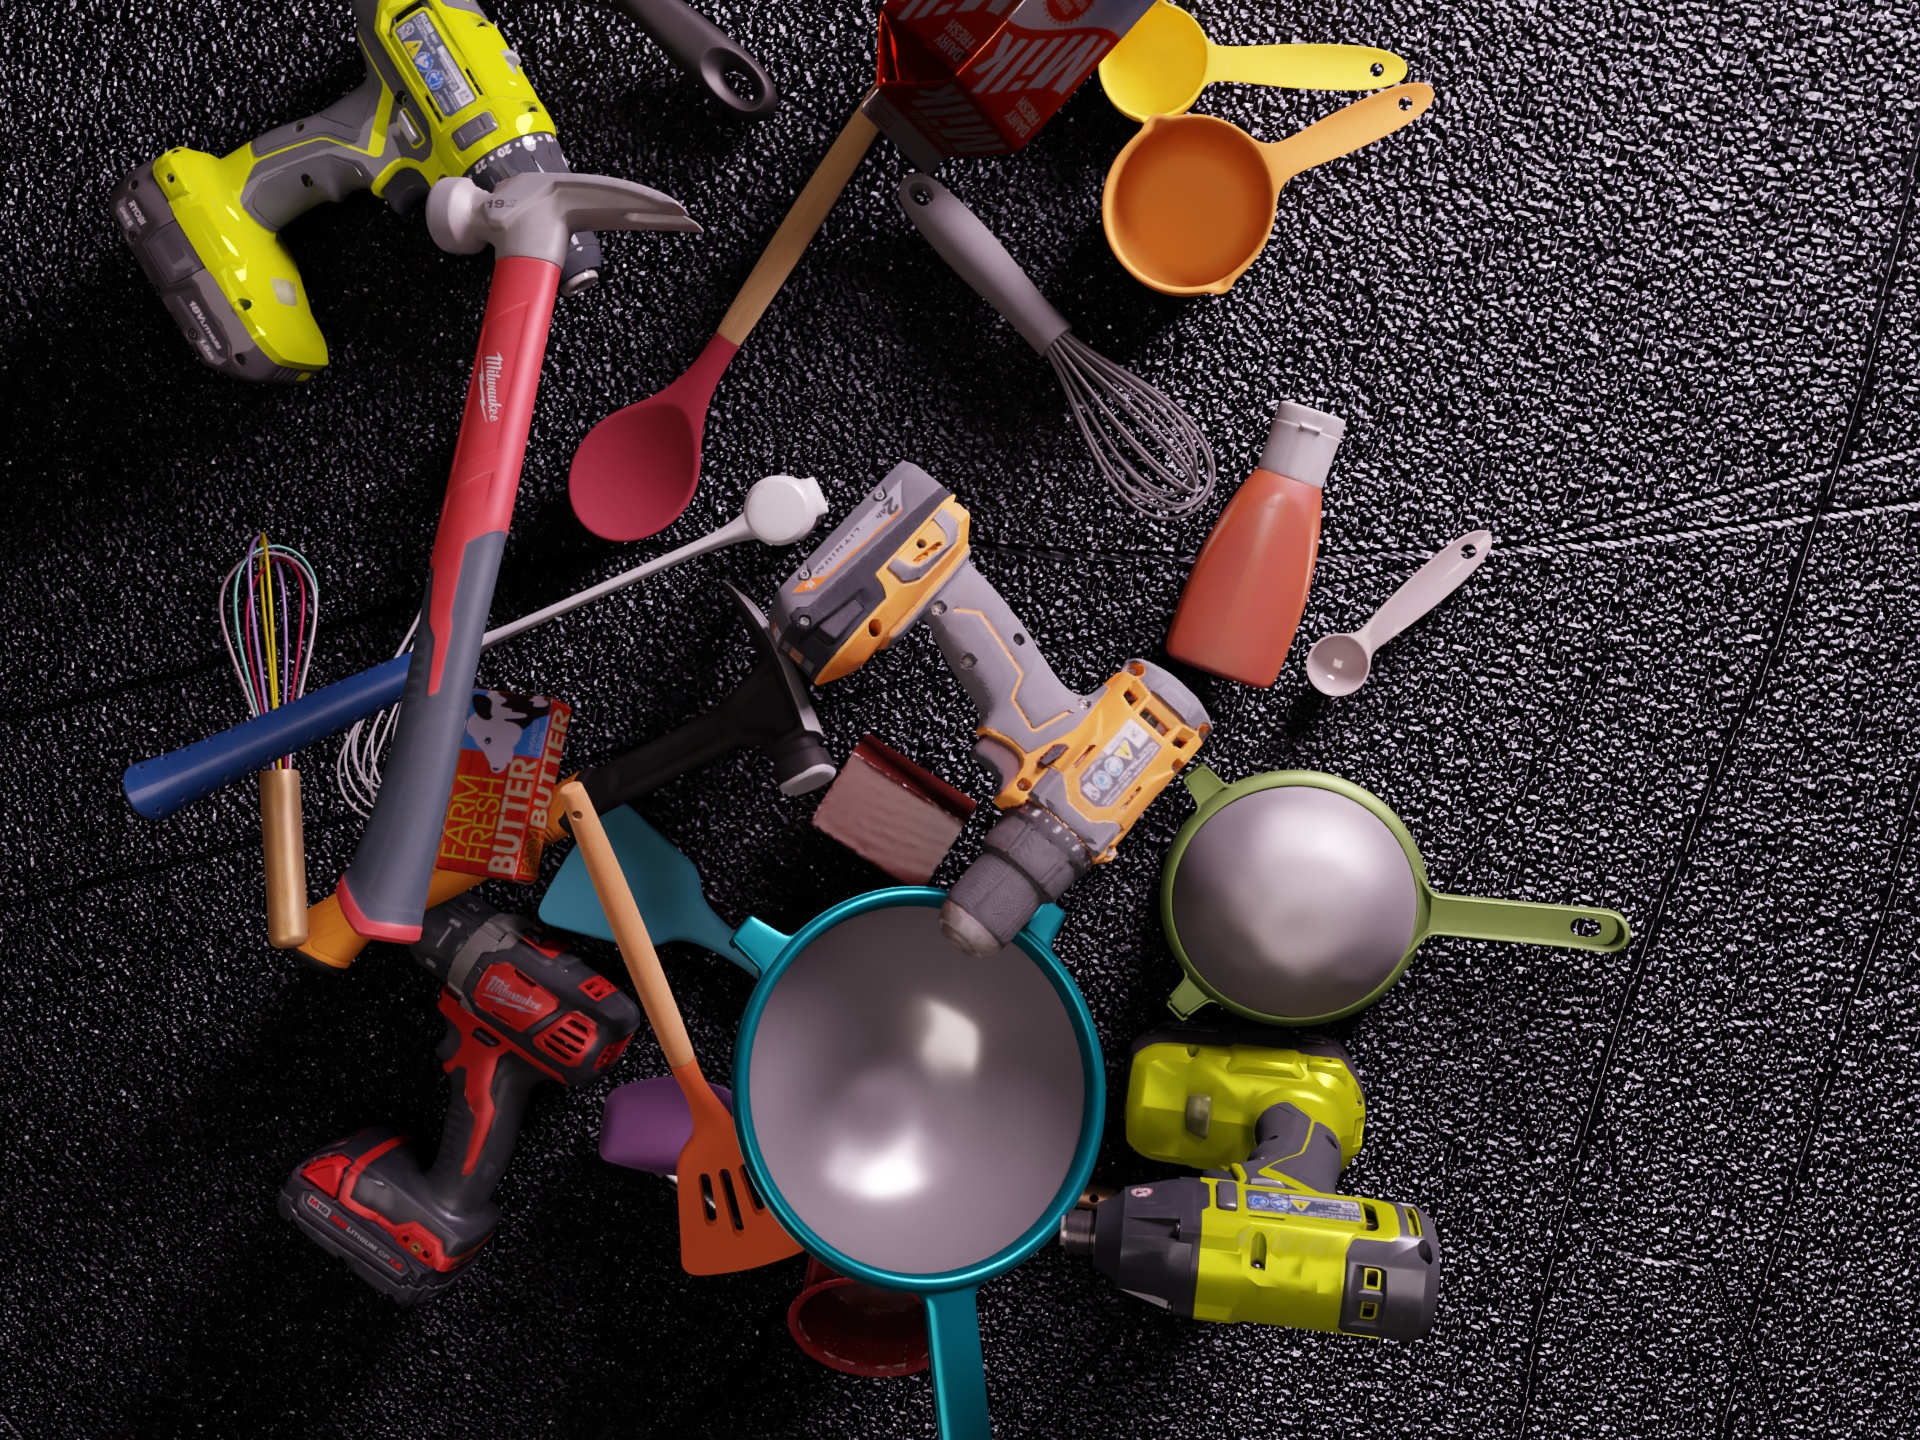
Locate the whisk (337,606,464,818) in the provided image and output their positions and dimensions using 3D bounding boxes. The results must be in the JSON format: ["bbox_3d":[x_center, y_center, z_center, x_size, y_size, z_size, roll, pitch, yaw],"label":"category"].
[{"bbox_3d":[-0.295,-0.071,0.919,0.070,0.070,0.284,19,97,4],"label":"whisk"}]

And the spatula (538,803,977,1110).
[{"bbox_3d":[-0.093,0.164,0.939,0.317,0.044,0.082,33,85,-1],"label":"spatula"}]

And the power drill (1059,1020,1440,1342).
[{"bbox_3d":[0.143,0.234,0.826,0.171,0.223,0.080,5,101,7],"label":"power drill"}]

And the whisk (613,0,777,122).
[{"bbox_3d":[-0.214,-0.424,0.845,0.295,0.073,0.073,40,103,-7],"label":"whisk"}]

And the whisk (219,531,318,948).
[{"bbox_3d":[-0.395,0.009,0.923,0.047,0.051,0.245,-15,78,33],"label":"whisk"}]

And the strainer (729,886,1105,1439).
[{"bbox_3d":[-0.025,0.265,0.864,0.211,0.095,0.340,-1,75,-23],"label":"strainer"}]

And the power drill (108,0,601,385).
[{"bbox_3d":[-0.325,-0.281,0.875,0.228,0.080,0.190,-29,95,9],"label":"power drill"}]

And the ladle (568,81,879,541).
[{"bbox_3d":[-0.116,-0.234,0.879,0.069,0.031,0.315,35,101,-2],"label":"ladle"}]

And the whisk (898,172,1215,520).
[{"bbox_3d":[0.048,-0.203,0.855,0.055,0.055,0.239,-42,88,13],"label":"whisk"}]

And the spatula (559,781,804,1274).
[{"bbox_3d":[-0.167,0.180,0.905,0.081,0.041,0.322,-14,115,5],"label":"spatula"}]

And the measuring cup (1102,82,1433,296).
[{"bbox_3d":[0.157,-0.281,0.821,0.173,0.052,0.095,-23,96,9],"label":"measuring cup"}]

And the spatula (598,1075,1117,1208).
[{"bbox_3d":[-0.062,0.263,0.960,0.316,0.018,0.060,8,85,4],"label":"spatula"}]

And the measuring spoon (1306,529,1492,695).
[{"bbox_3d":[0.240,-0.060,0.870,0.124,0.018,0.034,-41,92,6],"label":"measuring spoon"}]

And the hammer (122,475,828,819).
[{"bbox_3d":[-0.257,-0.040,0.855,0.405,0.144,0.035,-23,98,5],"label":"hammer"}]

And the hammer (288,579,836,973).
[{"bbox_3d":[-0.240,0.049,0.907,0.337,0.034,0.127,-27,72,8],"label":"hammer"}]

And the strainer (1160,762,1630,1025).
[{"bbox_3d":[0.237,0.111,0.870,0.256,0.069,0.151,5,101,9],"label":"strainer"}]

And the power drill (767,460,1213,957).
[{"bbox_3d":[-0.001,-0.003,0.852,0.226,0.084,0.185,42,77,-2],"label":"power drill"}]

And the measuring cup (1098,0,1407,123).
[{"bbox_3d":[0.150,-0.337,0.825,0.156,0.029,0.062,4,101,5],"label":"measuring cup"}]

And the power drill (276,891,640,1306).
[{"bbox_3d":[-0.321,0.212,0.963,0.188,0.080,0.226,33,99,8],"label":"power drill"}]

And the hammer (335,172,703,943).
[{"bbox_3d":[-0.228,-0.082,0.780,0.143,0.038,0.386,7,82,17],"label":"hammer"}]
